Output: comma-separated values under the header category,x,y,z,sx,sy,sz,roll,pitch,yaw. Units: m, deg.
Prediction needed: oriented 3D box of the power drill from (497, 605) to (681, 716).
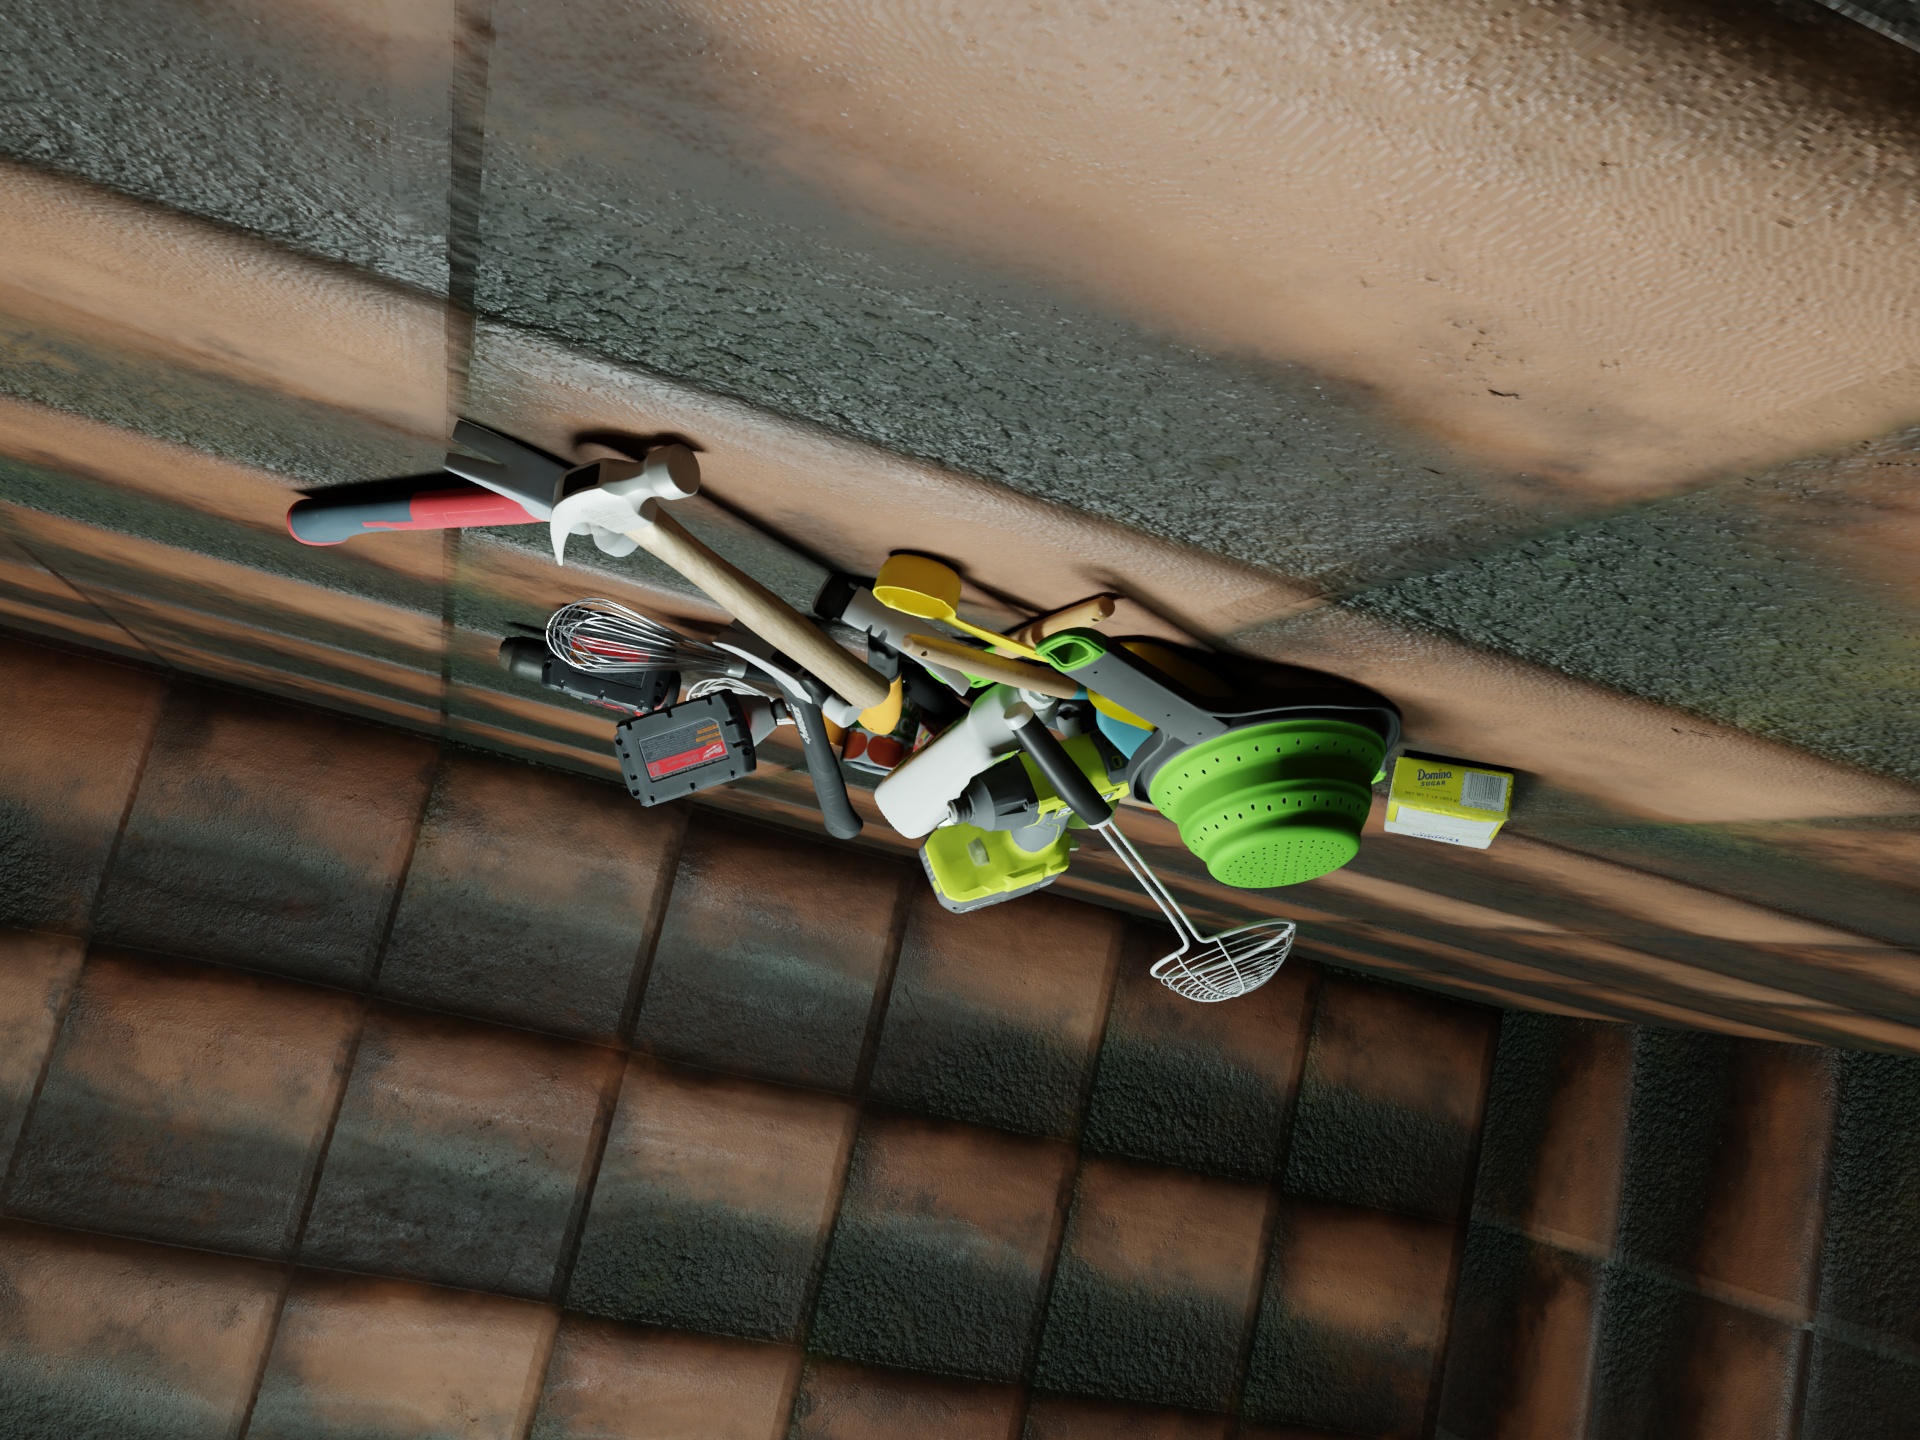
category,x,y,z,sx,sy,sz,roll,pitch,yaw
power drill,-0.369,-0.054,1.576,0.188,0.080,0.227,15,173,-10

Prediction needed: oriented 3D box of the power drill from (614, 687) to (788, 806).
category,x,y,z,sx,sy,sz,roll,pitch,yaw
power drill,-0.236,0.015,1.476,0.143,0.078,0.220,-17,-175,0

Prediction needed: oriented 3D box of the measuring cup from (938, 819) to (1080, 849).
category,x,y,z,sx,sy,sz,roll,pitch,yaw
measuring cup,0.039,0.082,1.506,0.167,0.083,0.038,19,126,-1

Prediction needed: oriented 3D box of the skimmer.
category,x,y,z,sx,sy,sz,roll,pitch,yaw
skimmer,0.146,0.103,1.285,0.127,0.090,0.363,-28,117,23

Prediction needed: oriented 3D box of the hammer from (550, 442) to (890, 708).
category,x,y,z,sx,sy,sz,roll,pitch,yaw
hammer,-0.145,-0.081,1.059,0.130,0.031,0.331,-8,154,27

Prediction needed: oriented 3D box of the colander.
category,x,y,z,sx,sy,sz,roll,pitch,yaw
colander,0.180,0.038,1.104,0.204,0.095,0.396,-24,149,30

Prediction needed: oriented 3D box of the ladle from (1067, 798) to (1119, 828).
category,x,y,z,sx,sy,sz,roll,pitch,yaw
ladle,0.065,0.049,1.598,0.078,0.062,0.320,12,-175,-23

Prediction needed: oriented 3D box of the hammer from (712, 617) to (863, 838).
category,x,y,z,sx,sy,sz,roll,pitch,yaw
hammer,-0.132,0.023,1.426,0.146,0.035,0.334,35,160,20

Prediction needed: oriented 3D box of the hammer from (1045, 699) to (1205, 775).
category,x,y,z,sx,sy,sz,roll,pitch,yaw
hammer,0.199,0.047,1.516,0.408,0.036,0.149,21,169,-39

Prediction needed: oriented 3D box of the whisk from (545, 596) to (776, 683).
category,x,y,z,sx,sy,sz,roll,pitch,yaw
whisk,-0.235,-0.058,1.444,0.284,0.070,0.070,12,171,-24

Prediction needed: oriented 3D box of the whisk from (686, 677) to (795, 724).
category,x,y,z,sx,sy,sz,roll,pitch,yaw
whisk,-0.166,-0.003,1.678,0.246,0.059,0.058,9,-152,-3

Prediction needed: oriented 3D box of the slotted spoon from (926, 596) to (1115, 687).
category,x,y,z,sx,sy,sz,roll,pitch,yaw
slotted spoon,0.039,-0.056,1.166,0.070,0.031,0.314,18,168,-18

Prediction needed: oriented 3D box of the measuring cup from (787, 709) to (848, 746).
category,x,y,z,sx,sy,sz,roll,pitch,yaw
measuring cup,-0.138,-0.014,1.581,0.095,0.052,0.174,16,-174,-41

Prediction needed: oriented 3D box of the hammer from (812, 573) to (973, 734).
category,x,y,z,sx,sy,sz,roll,pitch,yaw
hammer,-0.055,-0.032,1.280,0.127,0.034,0.336,29,168,2

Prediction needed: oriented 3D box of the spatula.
category,x,y,z,sx,sy,sz,roll,pitch,yaw
spatula,0.071,-0.021,1.163,0.082,0.044,0.317,-44,146,25

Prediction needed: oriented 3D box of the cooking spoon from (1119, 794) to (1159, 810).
category,x,y,z,sx,sy,sz,roll,pitch,yaw
cooking spoon,0.101,0.065,1.665,0.319,0.017,0.069,10,-156,37

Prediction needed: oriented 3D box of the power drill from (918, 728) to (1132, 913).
category,x,y,z,sx,sy,sz,roll,pitch,yaw
power drill,0.047,0.085,1.357,0.171,0.080,0.223,-16,160,-22

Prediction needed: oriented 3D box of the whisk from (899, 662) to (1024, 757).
category,x,y,z,sx,sy,sz,roll,pitch,yaw
whisk,-0.003,-0.006,1.463,0.055,0.055,0.238,7,164,29

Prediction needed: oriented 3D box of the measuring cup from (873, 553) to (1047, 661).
category,x,y,z,sx,sy,sz,roll,pitch,yaw
measuring cup,0.010,-0.075,1.077,0.156,0.029,0.062,21,167,-36

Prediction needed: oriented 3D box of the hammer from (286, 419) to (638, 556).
category,x,y,z,sx,sy,sz,roll,pitch,yaw
hammer,-0.394,-0.156,1.133,0.386,0.038,0.143,4,165,42
